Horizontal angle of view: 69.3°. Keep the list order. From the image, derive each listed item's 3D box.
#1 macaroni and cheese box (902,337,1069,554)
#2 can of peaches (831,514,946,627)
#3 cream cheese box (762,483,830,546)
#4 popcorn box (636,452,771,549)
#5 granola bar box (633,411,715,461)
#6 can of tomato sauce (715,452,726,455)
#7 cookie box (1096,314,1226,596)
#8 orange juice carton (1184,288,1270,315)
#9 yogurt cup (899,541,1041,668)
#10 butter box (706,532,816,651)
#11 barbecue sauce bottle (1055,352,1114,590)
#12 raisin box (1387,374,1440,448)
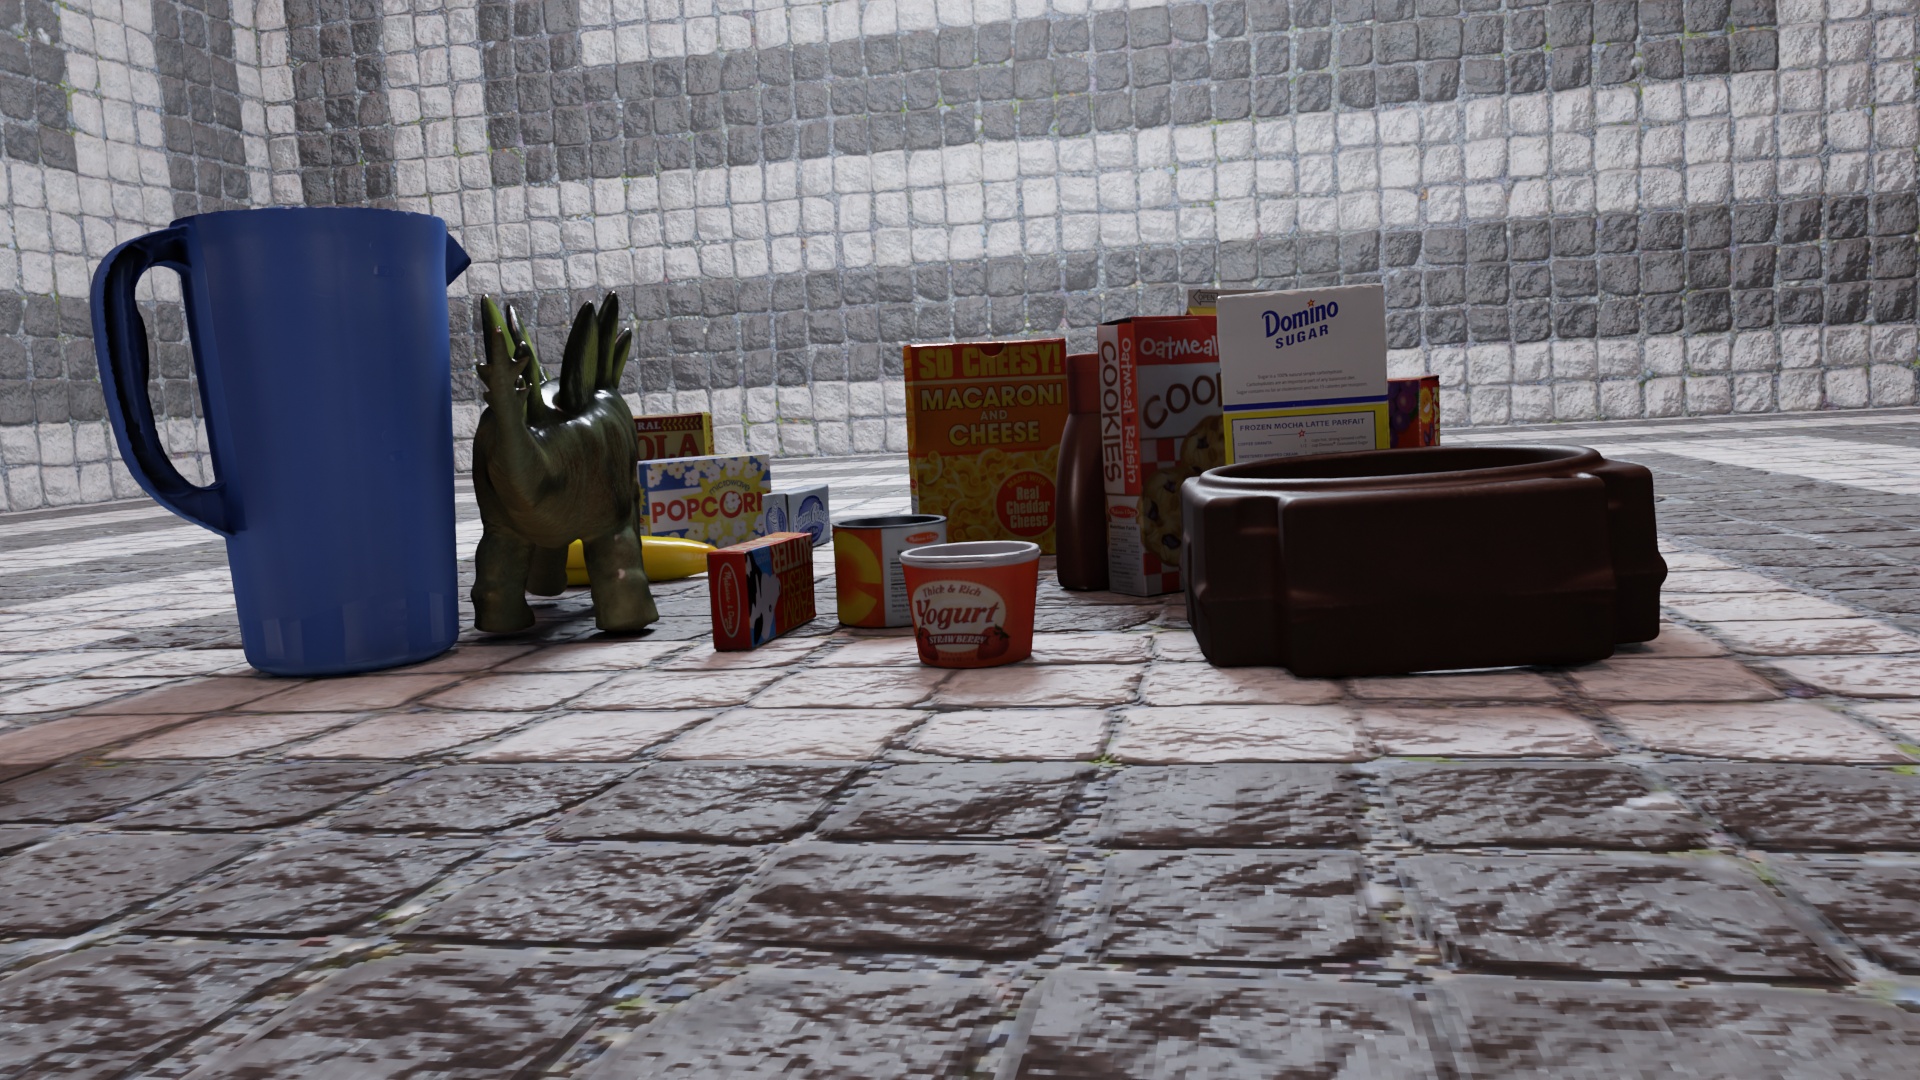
[{"bbox_3d":[0.023,-0.070,1.069,0.124,0.166,0.040,-4,6,-13],"label":"macaroni and cheese box"},{"bbox_3d":[-0.041,0.017,0.800,0.071,0.058,0.071,-3,6,0],"label":"can of peaches"},{"bbox_3d":[-0.141,-0.019,1.207,0.024,0.053,0.104,-2,6,15],"label":"cream cheese box"},{"bbox_3d":[-0.226,-0.031,1.216,0.127,0.085,0.038,-8,7,-41],"label":"popcorn box"},{"bbox_3d":[-0.309,-0.052,1.273,0.166,0.124,0.039,-3,5,2],"label":"granola bar box"},{"bbox_3d":[-0.259,-0.043,1.354,0.071,0.083,0.071,-3,6,0],"label":"can of tomato sauce"},{"bbox_3d":[0.149,-0.056,0.866,0.123,0.167,0.040,-7,6,-31],"label":"cookie box"},{"bbox_3d":[0.199,-0.086,1.009,0.072,0.192,0.073,-5,6,-21],"label":"orange juice carton"},{"bbox_3d":[0.006,0.030,0.668,0.072,0.054,0.072,-3,6,0],"label":"yogurt cup"},{"bbox_3d":[-0.108,0.026,0.769,0.024,0.053,0.104,-2,6,14],"label":"butter box"},{"bbox_3d":[0.089,-0.045,0.885,0.065,0.148,0.043,-7,7,-37],"label":"barbecue sauce bottle"},{"bbox_3d":[0.245,-0.036,0.844,0.086,0.123,0.040,1,7,37],"label":"raisin box"}]
